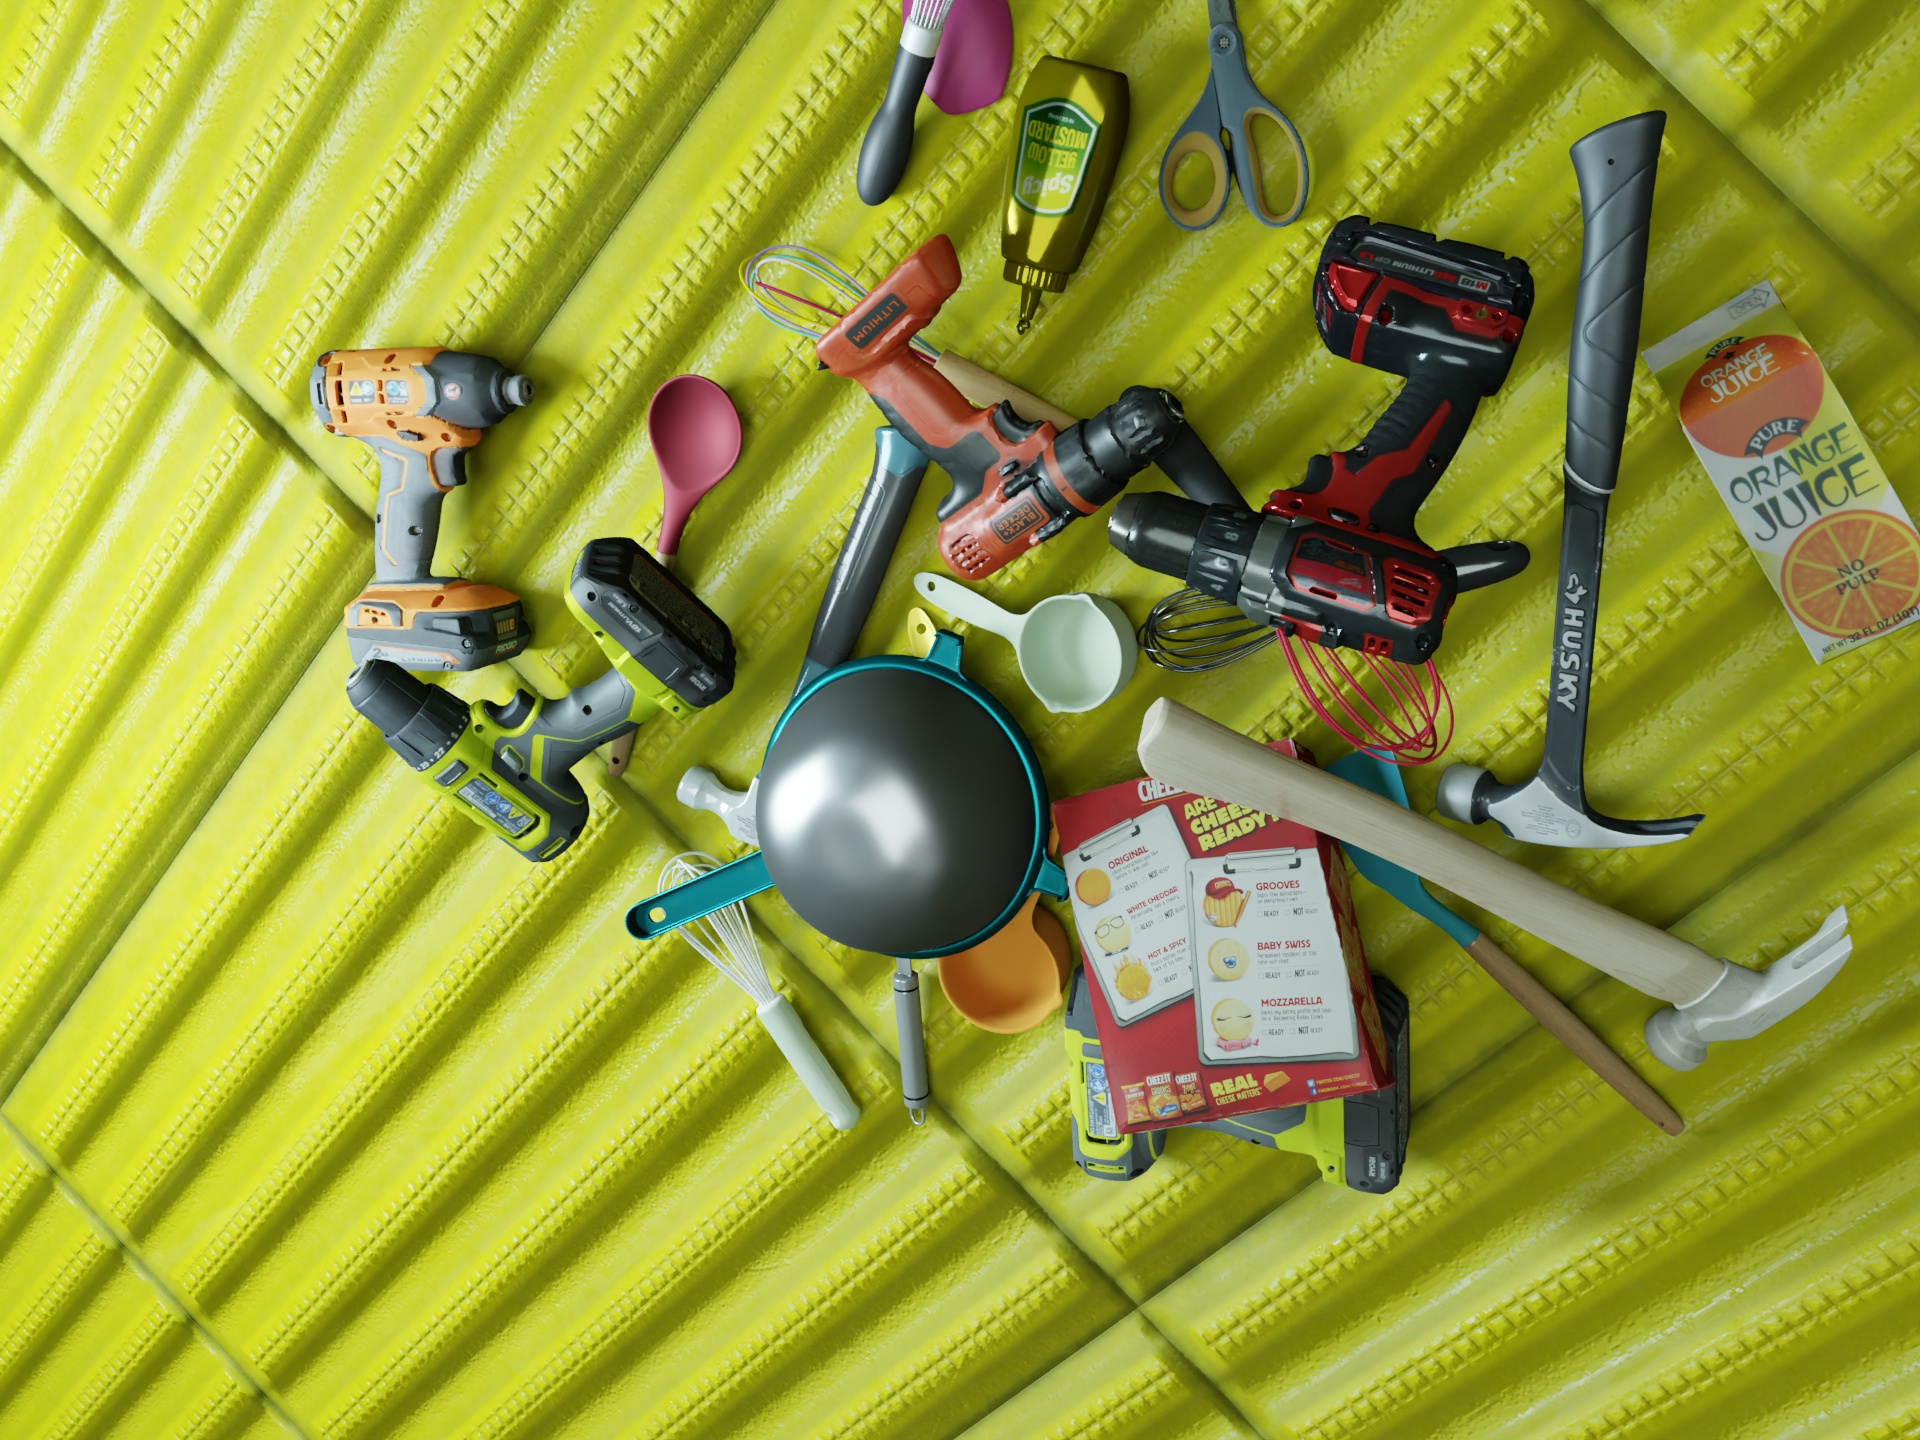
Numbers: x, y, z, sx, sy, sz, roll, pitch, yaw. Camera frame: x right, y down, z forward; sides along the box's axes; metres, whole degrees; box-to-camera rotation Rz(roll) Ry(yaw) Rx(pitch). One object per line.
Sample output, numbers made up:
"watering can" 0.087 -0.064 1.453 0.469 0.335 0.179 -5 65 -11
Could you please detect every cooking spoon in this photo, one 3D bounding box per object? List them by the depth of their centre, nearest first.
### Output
"cooking spoon" -0.031 -0.523 0.936 0.069 0.017 0.318 -10 103 21

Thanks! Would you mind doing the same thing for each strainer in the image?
"strainer" -0.108 0.091 1.061 0.340 0.095 0.211 -24 91 22
"strainer" -0.040 0.181 1.144 0.087 0.050 0.258 9 113 34

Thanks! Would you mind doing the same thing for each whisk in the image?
"whisk" -0.012 -0.424 0.914 0.070 0.070 0.284 32 130 8
"whisk" 0.183 -0.092 0.933 0.073 0.073 0.296 -46 67 25
"whisk" 0.223 -0.073 0.968 0.239 0.055 0.055 -12 102 19
"whisk" -0.035 -0.234 1.014 0.245 0.047 0.051 29 112 6
"whisk" -0.146 0.204 1.188 0.246 0.059 0.058 58 152 -8

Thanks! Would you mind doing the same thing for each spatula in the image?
"spatula" 0.343 0.145 0.995 0.317 0.044 0.082 43 146 -5

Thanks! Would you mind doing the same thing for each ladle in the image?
"ladle" -0.213 -0.096 1.128 0.069 0.031 0.315 21 114 6

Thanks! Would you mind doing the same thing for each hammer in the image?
"hammer" 0.344 -0.113 0.864 0.149 0.036 0.408 16 120 38
"hammer" 0.294 0.079 0.907 0.410 0.038 0.146 25 135 -7
"hammer" -0.090 -0.053 1.093 0.128 0.033 0.331 28 113 11

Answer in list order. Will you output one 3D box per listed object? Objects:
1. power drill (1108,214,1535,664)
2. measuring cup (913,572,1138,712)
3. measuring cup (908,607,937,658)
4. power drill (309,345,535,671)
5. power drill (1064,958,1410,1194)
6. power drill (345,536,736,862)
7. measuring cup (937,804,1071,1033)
"power drill" 0.200 -0.156 0.874 0.188 0.080 0.227 19 80 13
"measuring cup" 0.043 -0.064 1.047 0.168 0.038 0.083 28 116 28
"measuring cup" -0.002 -0.003 1.087 0.062 0.029 0.156 -20 87 24
"power drill" -0.372 -0.153 1.140 0.164 0.084 0.226 2 103 17
"power drill" 0.180 0.227 1.059 0.223 0.080 0.171 1 102 22
"power drill" -0.288 -0.021 1.102 0.228 0.080 0.190 -36 120 17
"measuring cup" 0.045 0.129 1.091 0.095 0.052 0.173 21 110 13
